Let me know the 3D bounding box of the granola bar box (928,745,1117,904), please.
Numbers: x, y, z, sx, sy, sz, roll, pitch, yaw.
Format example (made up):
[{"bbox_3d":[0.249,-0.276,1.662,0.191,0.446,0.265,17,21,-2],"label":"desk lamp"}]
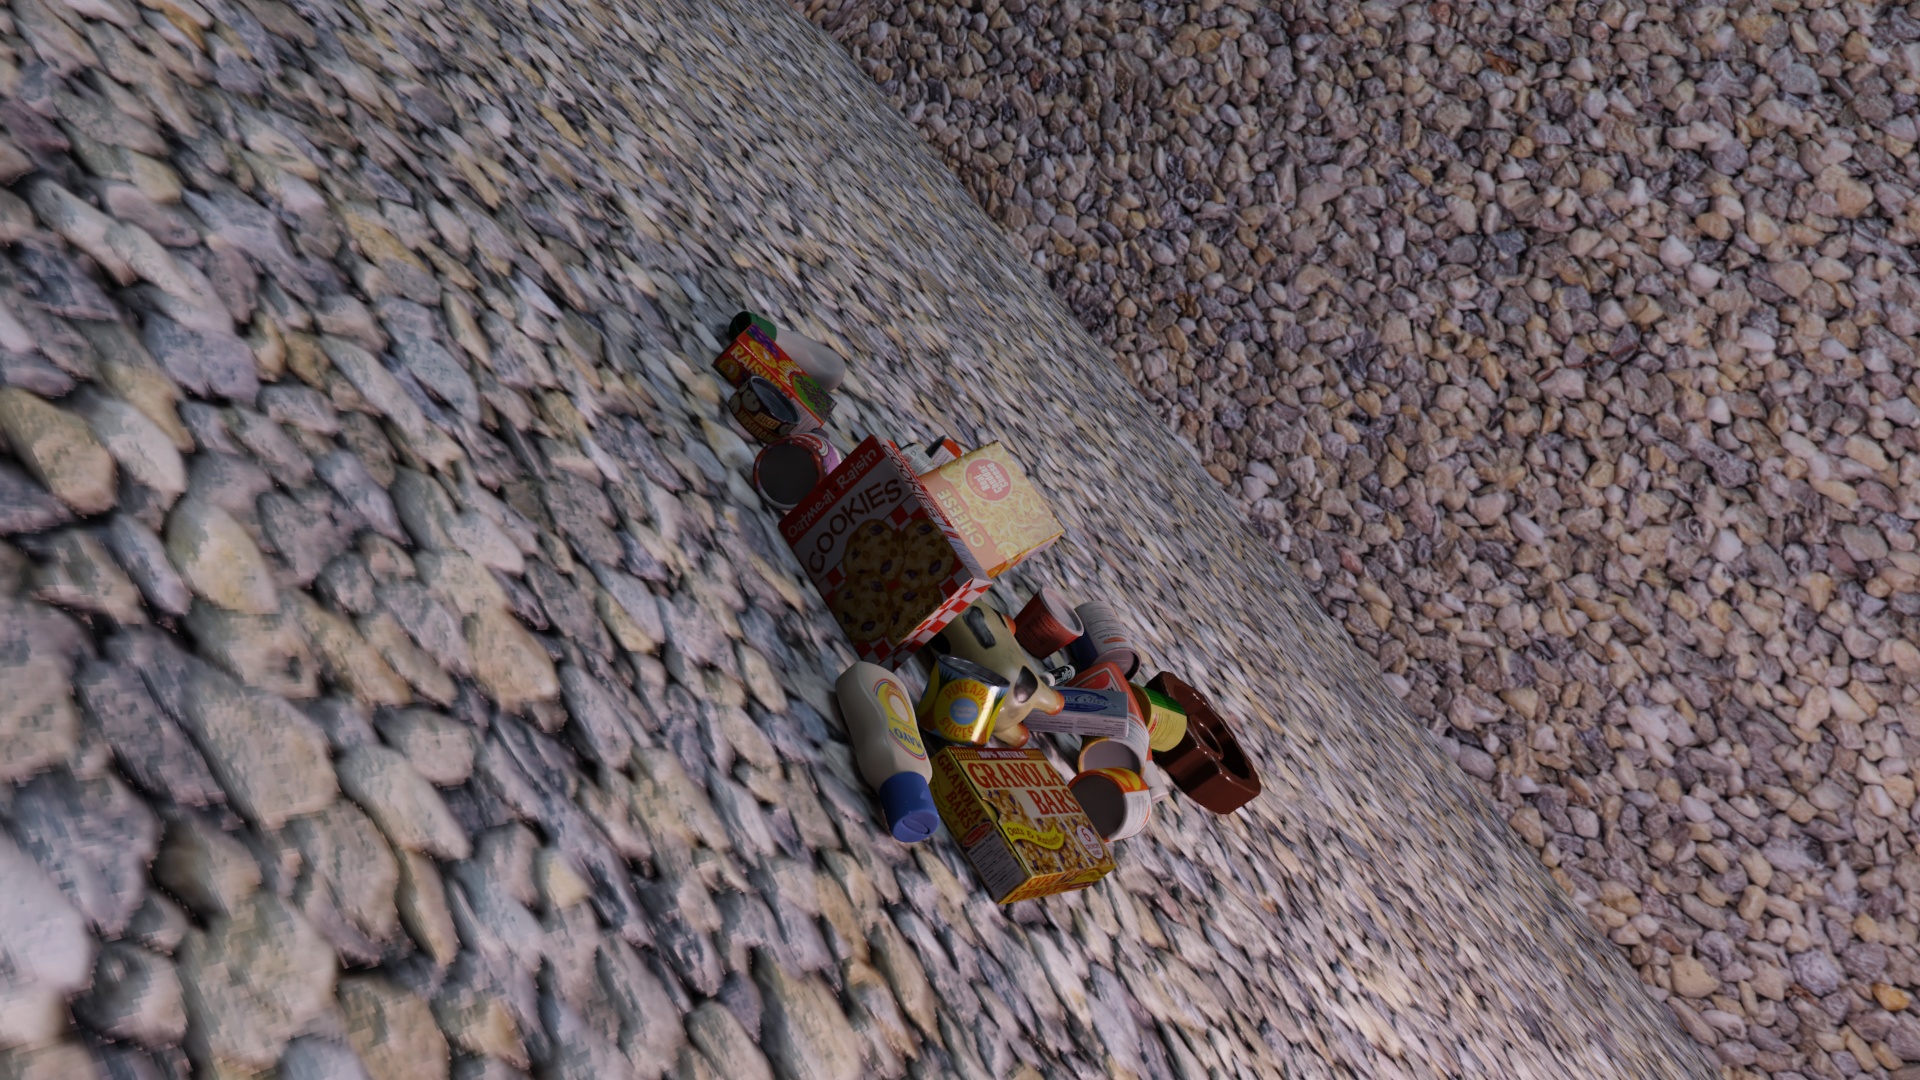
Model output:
[{"bbox_3d":[0.049,0.227,1.130,0.124,0.039,0.165,55,19,25],"label":"granola bar box"}]

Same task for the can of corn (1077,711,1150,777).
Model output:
[{"bbox_3d":[0.149,0.209,1.359,0.071,0.071,0.058,45,23,-6],"label":"can of corn"}]

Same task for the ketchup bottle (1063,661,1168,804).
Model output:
[{"bbox_3d":[0.164,0.201,1.426,0.149,0.064,0.043,64,11,22],"label":"ketchup bottle"}]

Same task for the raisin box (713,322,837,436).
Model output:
[{"bbox_3d":[-0.189,-0.161,1.428,0.123,0.040,0.086,44,18,-12],"label":"raisin box"}]

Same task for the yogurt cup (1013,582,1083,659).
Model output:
[{"bbox_3d":[0.092,0.092,1.504,0.072,0.054,0.073,42,18,-17],"label":"yogurt cup"}]

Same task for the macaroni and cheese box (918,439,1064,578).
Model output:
[{"bbox_3d":[0.005,-0.018,1.412,0.167,0.040,0.124,-27,74,-33],"label":"macaroni and cheese box"}]

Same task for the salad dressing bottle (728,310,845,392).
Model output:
[{"bbox_3d":[-0.190,-0.209,1.526,0.147,0.044,0.064,24,30,-49],"label":"salad dressing bottle"}]

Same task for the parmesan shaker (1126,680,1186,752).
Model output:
[{"bbox_3d":[0.193,0.194,1.500,0.103,0.071,0.071,25,27,-57],"label":"parmesan shaker"}]

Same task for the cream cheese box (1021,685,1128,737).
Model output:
[{"bbox_3d":[0.110,0.164,1.336,0.104,0.024,0.053,4,22,3],"label":"cream cheese box"}]

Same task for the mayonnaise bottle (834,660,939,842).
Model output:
[{"bbox_3d":[-0.052,0.158,1.041,0.064,0.041,0.149,35,20,-38],"label":"mayonnaise bottle"}]

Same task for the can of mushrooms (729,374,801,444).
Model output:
[{"bbox_3d":[-0.191,-0.126,1.356,0.071,0.033,0.071,42,17,-16],"label":"can of mushrooms"}]

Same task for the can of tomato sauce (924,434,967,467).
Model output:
[{"bbox_3d":[-0.009,-0.072,1.610,0.083,0.071,0.071,42,18,-13],"label":"can of tomato sauce"}]

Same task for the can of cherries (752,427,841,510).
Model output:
[{"bbox_3d":[-0.148,-0.066,1.262,0.071,0.071,0.058,48,18,3],"label":"can of cherries"}]

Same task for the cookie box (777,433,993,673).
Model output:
[{"bbox_3d":[-0.068,0.010,1.192,0.168,0.122,0.040,55,18,24],"label":"cookie box"}]

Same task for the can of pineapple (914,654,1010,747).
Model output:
[{"bbox_3d":[0.001,0.134,1.153,0.071,0.058,0.071,21,5,-2],"label":"can of pineapple"}]

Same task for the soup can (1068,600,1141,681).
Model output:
[{"bbox_3d":[0.160,0.121,1.586,0.071,0.071,0.084,33,21,-37],"label":"soup can"}]

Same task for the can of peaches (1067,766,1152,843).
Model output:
[{"bbox_3d":[0.130,0.238,1.255,0.071,0.071,0.058,54,19,22],"label":"can of peaches"}]
